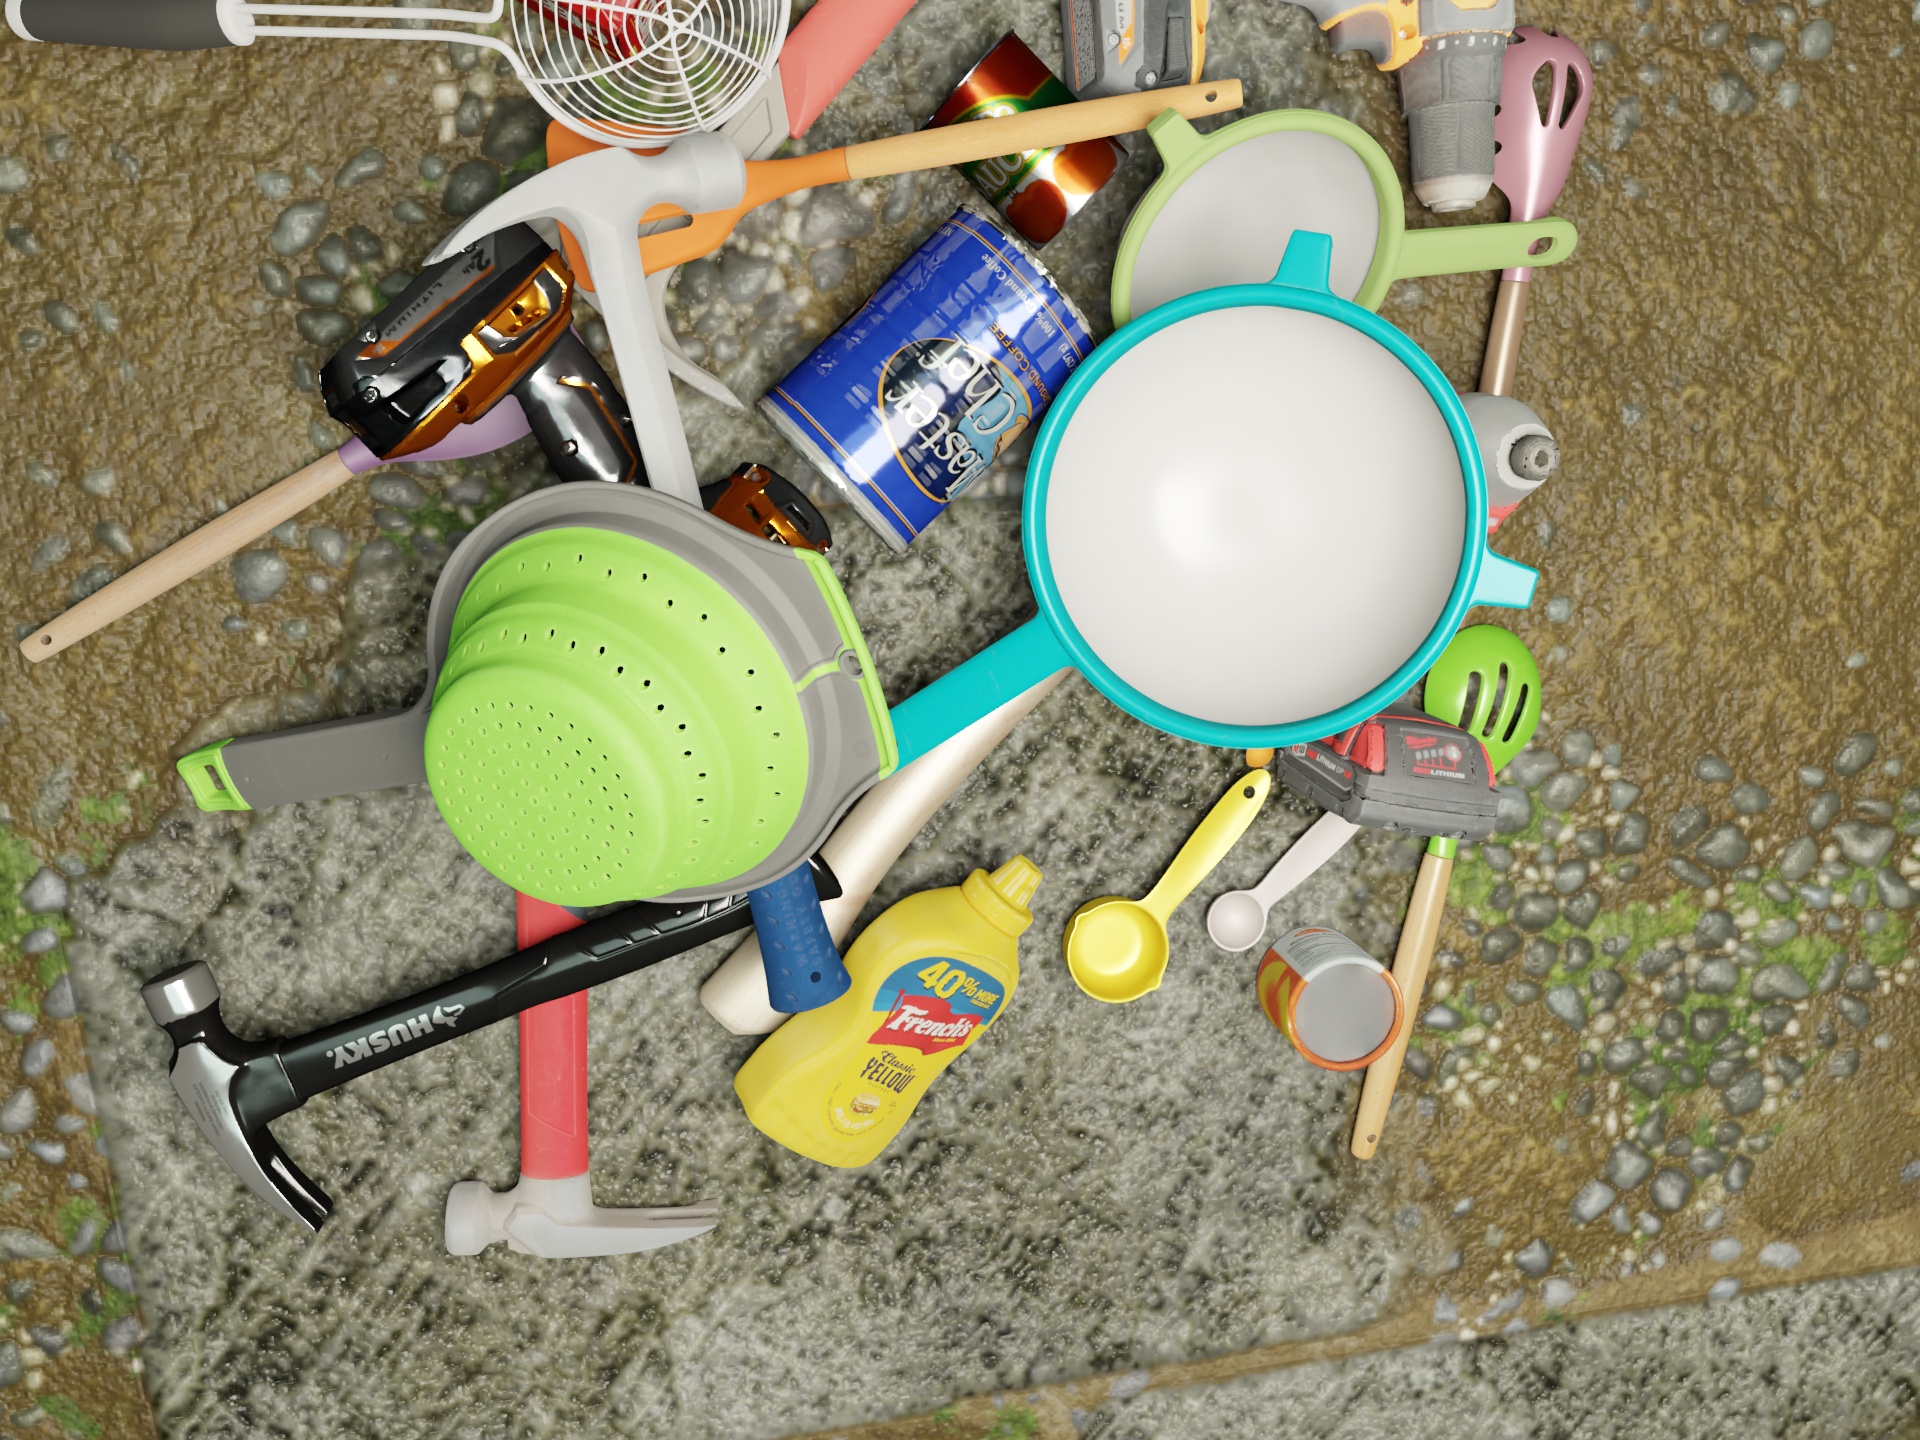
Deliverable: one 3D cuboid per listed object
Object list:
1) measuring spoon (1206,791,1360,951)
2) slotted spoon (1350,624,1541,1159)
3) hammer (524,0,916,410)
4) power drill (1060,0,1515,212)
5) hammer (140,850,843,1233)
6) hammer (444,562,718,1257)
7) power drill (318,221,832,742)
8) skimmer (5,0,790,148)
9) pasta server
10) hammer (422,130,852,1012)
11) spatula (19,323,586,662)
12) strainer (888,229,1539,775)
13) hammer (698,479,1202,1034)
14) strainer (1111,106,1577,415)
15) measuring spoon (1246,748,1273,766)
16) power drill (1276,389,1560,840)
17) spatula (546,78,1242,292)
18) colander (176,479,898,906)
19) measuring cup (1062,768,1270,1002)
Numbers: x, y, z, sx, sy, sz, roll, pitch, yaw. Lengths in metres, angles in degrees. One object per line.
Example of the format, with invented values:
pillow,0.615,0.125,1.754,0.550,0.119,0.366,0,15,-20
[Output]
measuring spoon,0.185,0.081,0.892,0.124,0.018,0.034,-42,102,-6
slotted spoon,0.266,0.101,0.897,0.070,0.031,0.313,11,99,-10
hammer,-0.054,-0.331,0.786,0.149,0.037,0.359,41,93,-11
power drill,0.169,-0.344,0.791,0.226,0.084,0.185,-7,101,-10
hammer,-0.220,0.137,0.801,0.335,0.035,0.146,-21,101,-5
hammer,-0.199,0.094,0.834,0.143,0.038,0.386,0,99,-8
power drill,-0.187,-0.106,0.752,0.226,0.084,0.164,46,73,-23
skimmer,-0.260,-0.327,0.720,0.363,0.090,0.127,8,136,16
pasta server,0.289,-0.207,0.853,0.060,0.040,0.316,5,102,-8
hammer,-0.123,-0.051,0.733,0.144,0.035,0.405,-21,107,-27
spatula,-0.328,-0.114,0.797,0.316,0.018,0.059,-31,102,-2
strainer,0.092,-0.067,0.786,0.340,0.095,0.211,-32,89,22
hammer,-0.001,-0.003,0.844,0.146,0.038,0.410,41,93,-9
strainer,0.184,-0.243,0.795,0.256,0.069,0.151,-9,133,-17
measuring spoon,0.179,-0.029,0.867,0.021,0.011,0.117,6,102,-51
power drill,0.238,-0.058,0.810,0.078,0.143,0.219,8,100,-14
spatula,-0.030,-0.265,0.743,0.322,0.041,0.081,-7,100,8
colander,-0.228,0.021,0.705,0.397,0.094,0.204,-9,114,25
measuring cup,0.116,0.087,0.879,0.062,0.029,0.156,41,87,-11
